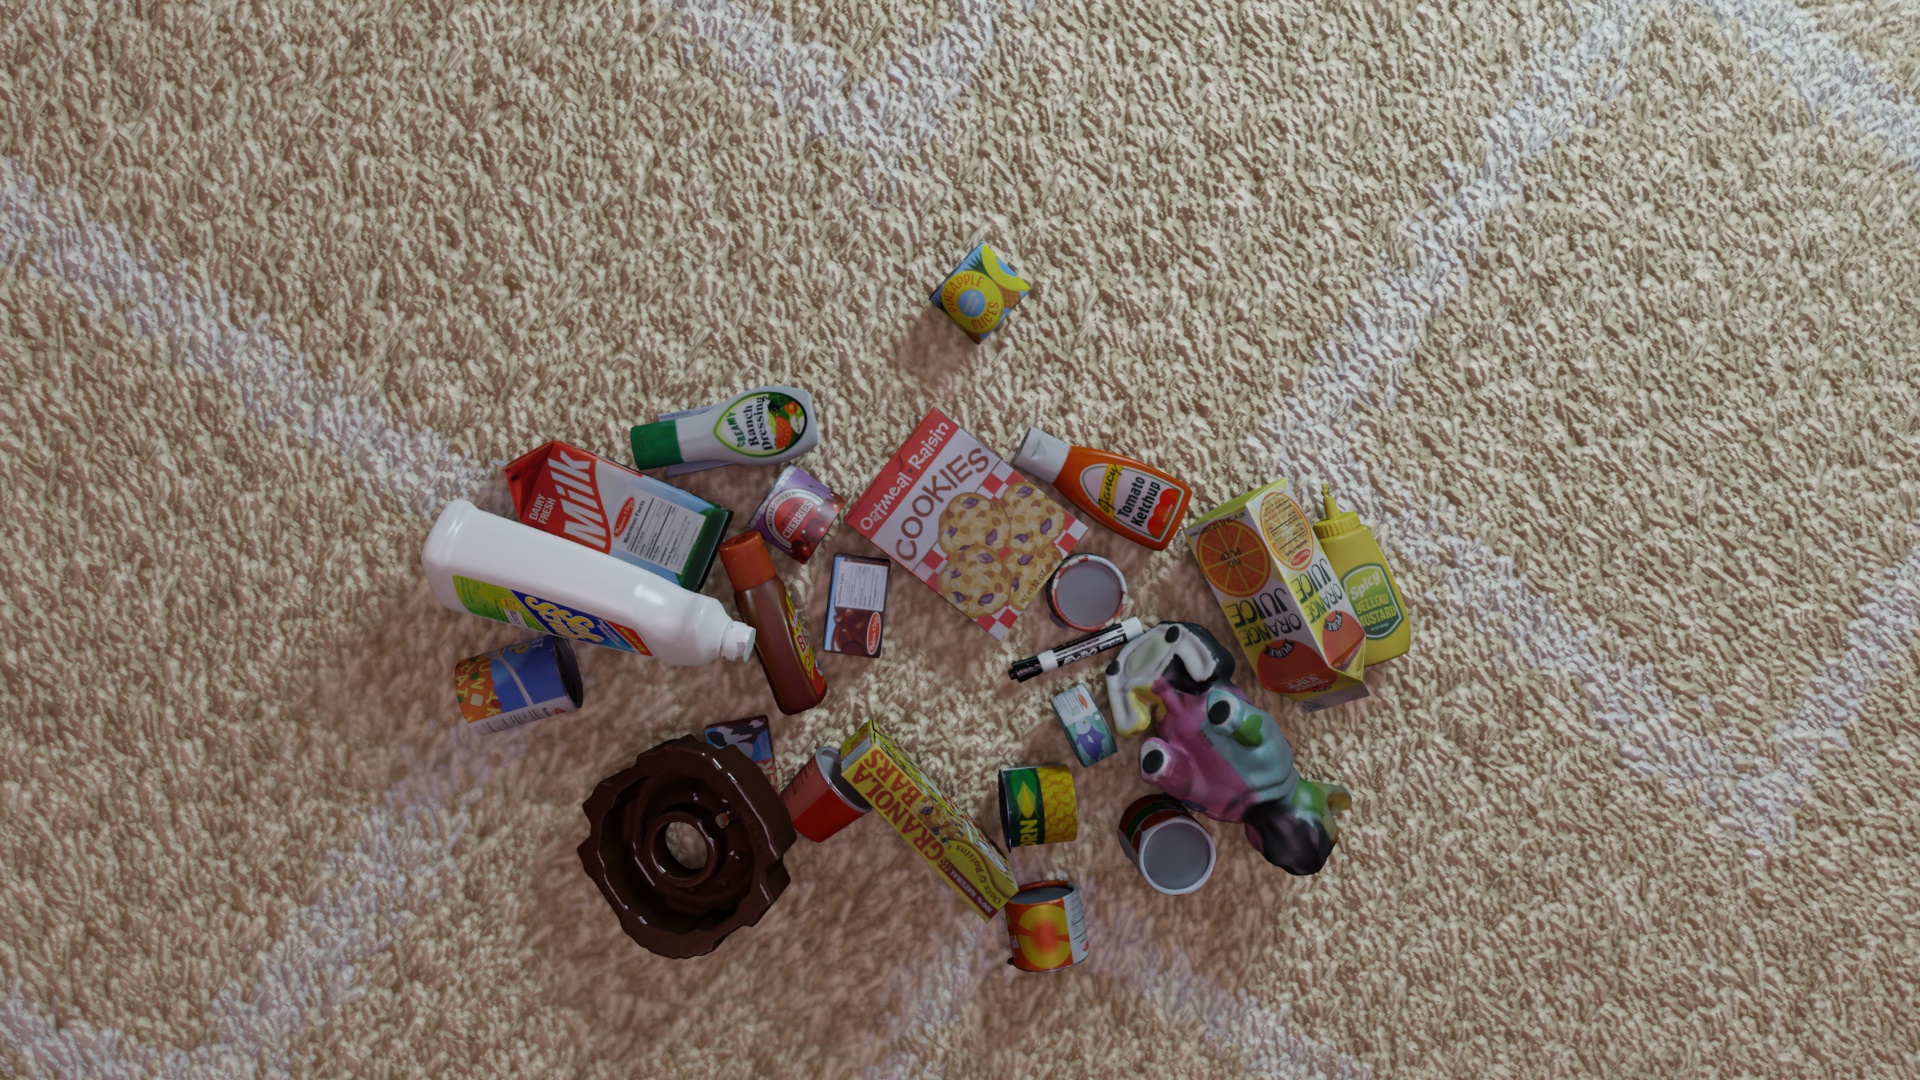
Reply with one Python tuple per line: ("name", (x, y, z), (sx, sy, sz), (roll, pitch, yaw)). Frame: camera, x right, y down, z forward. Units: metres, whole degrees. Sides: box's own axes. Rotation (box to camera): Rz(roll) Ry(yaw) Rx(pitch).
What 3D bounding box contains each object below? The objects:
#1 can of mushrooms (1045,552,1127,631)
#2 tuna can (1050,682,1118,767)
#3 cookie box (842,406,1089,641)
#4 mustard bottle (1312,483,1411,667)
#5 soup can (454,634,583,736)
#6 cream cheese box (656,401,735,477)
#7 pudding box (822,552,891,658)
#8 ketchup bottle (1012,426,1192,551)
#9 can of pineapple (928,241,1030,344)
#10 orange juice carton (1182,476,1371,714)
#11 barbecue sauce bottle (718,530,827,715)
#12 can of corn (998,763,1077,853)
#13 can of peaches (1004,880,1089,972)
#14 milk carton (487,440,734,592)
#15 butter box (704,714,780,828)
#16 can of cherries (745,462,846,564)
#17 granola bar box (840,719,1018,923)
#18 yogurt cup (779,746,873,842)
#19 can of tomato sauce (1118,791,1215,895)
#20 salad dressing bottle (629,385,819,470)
("can of mushrooms", (0.106, 0.046, 1.187), (0.071, 0.033, 0.071), (0, 92, -5))
("tuna can", (0.105, 0.158, 1.175), (0.033, 0.071, 0.071), (-26, 94, -2))
("cookie box", (0.004, -0.015, 1.173), (0.167, 0.040, 0.123), (38, 88, -5))
("mustard bottle", (0.337, 0.028, 1.198), (0.065, 0.049, 0.160), (-20, 93, -6))
("soup can", (-0.361, 0.115, 1.135), (0.084, 0.071, 0.071), (-16, 93, -4))
("cream cheese box", (-0.198, -0.089, 1.163), (0.104, 0.024, 0.053), (-11, 93, -4))
("pudding box", (-0.088, 0.055, 1.173), (0.050, 0.030, 0.083), (6, 91, -6))
("ketchup bottle", (0.118, -0.049, 1.181), (0.149, 0.043, 0.064), (26, 90, -4))
("can of pineapple", (0.016, -0.205, 1.155), (0.058, 0.071, 0.071), (43, 88, -5))
("orange juice carton", (0.272, 0.053, 1.163), (0.073, 0.071, 0.192), (-28, 91, -44))
("barbecue sauce bottle", (-0.155, 0.066, 1.137), (0.044, 0.065, 0.148), (-20, 106, 1))
("can of corn", (0.065, 0.225, 1.170), (0.058, 0.071, 0.071), (-5, 92, -5))
("can of peaches", (0.070, 0.325, 1.175), (0.071, 0.071, 0.058), (-9, 92, -4))
("milk carton", (-0.288, -0.028, 1.134), (0.190, 0.072, 0.073), (23, 89, -6))
("butter box", (-0.181, 0.203, 1.172), (0.053, 0.024, 0.103), (-11, 92, -4))
("can of cherries", (-0.135, -0.021, 1.146), (0.058, 0.071, 0.071), (34, 89, -5))
("granola bar box", (-0.027, 0.224, 1.135), (0.039, 0.124, 0.165), (-44, 95, -2))
("yogurt cup", (-0.113, 0.214, 1.158), (0.054, 0.072, 0.072), (-42, 95, 10))
("can of tomato sauce", (0.175, 0.255, 1.173), (0.071, 0.083, 0.071), (0, 92, -4))
("salad dressing bottle", (-0.191, -0.087, 1.128), (0.148, 0.044, 0.064), (-11, 89, -4))
